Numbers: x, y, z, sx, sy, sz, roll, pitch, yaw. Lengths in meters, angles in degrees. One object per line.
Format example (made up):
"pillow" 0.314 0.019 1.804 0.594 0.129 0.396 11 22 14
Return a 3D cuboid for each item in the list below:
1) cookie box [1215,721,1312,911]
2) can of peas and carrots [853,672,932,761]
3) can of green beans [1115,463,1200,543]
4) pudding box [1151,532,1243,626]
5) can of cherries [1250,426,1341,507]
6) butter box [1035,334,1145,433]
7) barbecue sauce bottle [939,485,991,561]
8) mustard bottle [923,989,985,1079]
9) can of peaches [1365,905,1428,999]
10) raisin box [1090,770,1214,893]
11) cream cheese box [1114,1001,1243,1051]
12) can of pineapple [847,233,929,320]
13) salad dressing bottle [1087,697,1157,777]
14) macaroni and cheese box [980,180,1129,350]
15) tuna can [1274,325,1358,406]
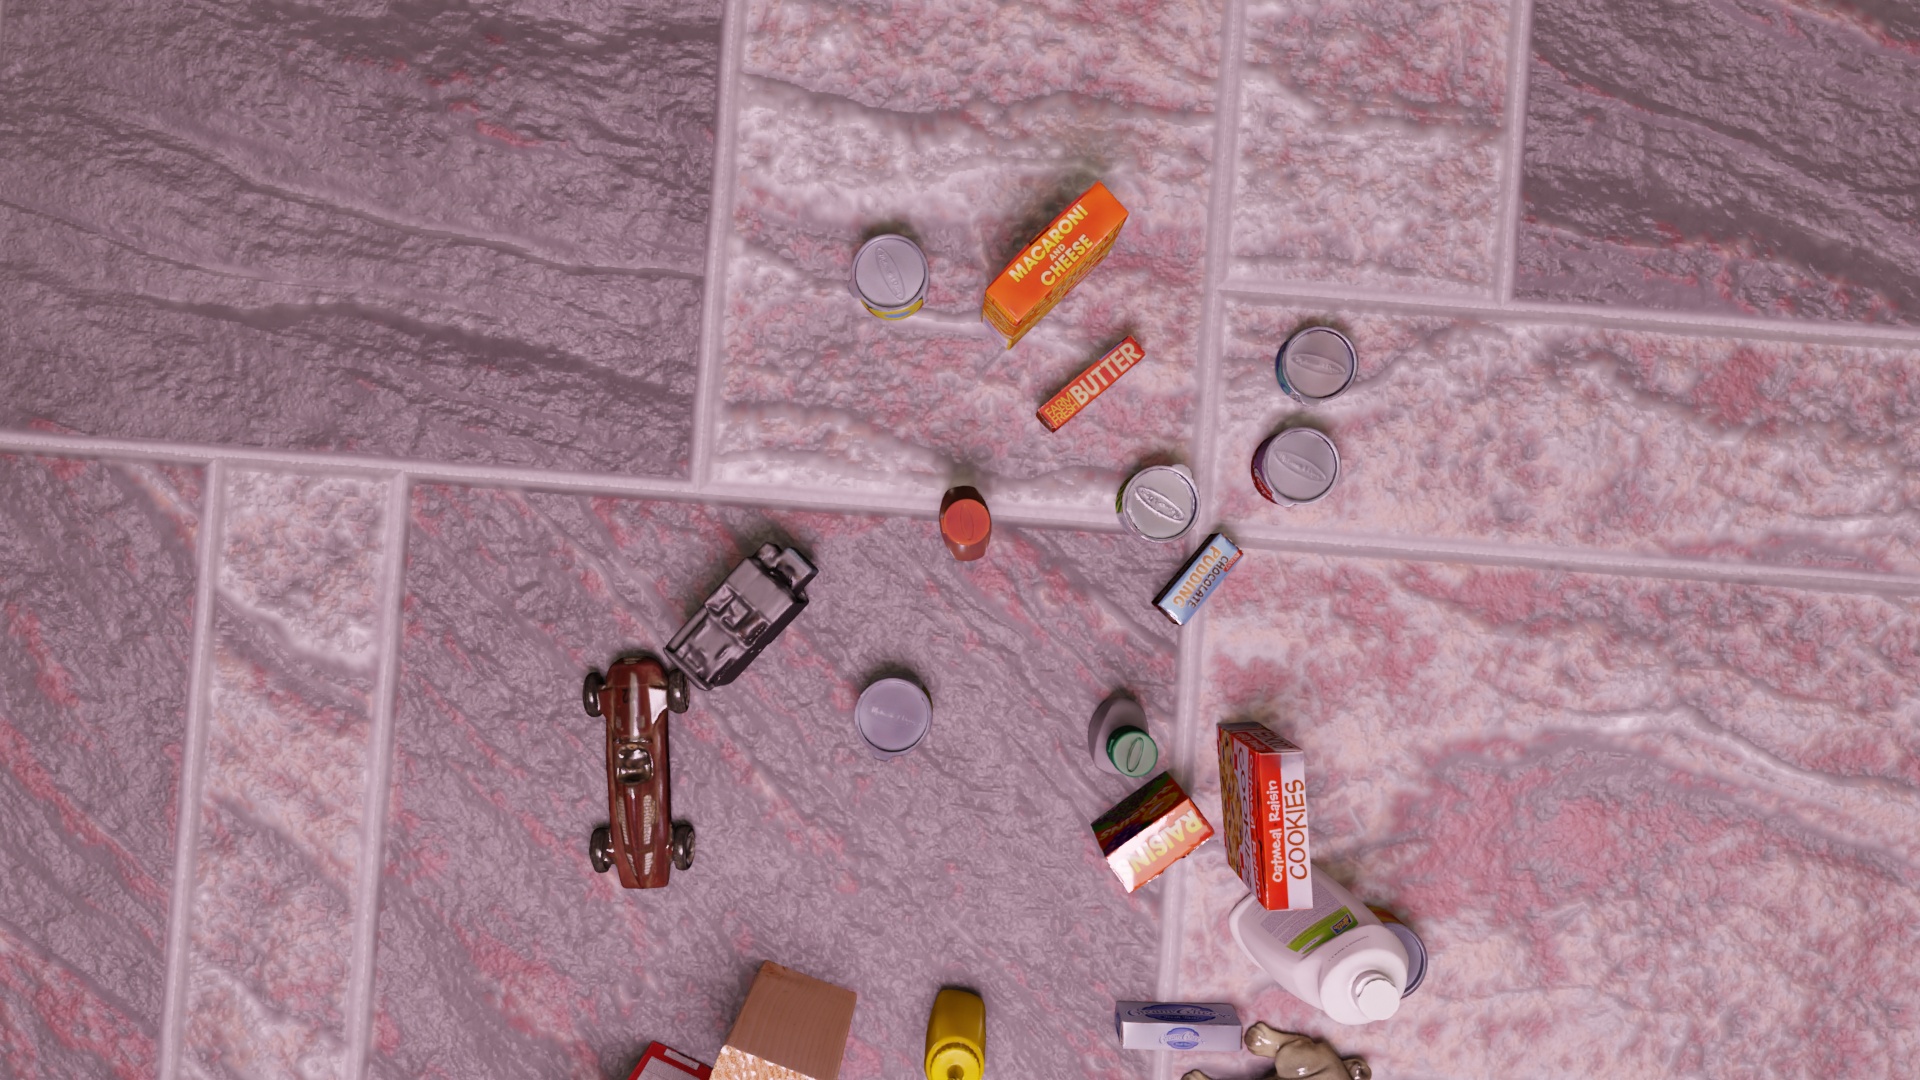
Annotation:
"cookie box" 0.246 0.221 1.137 0.040 0.167 0.123 -4 90 0
"can of peas and carrots" -0.057 0.151 1.191 0.071 0.059 0.071 0 90 0
"can of green beans" 0.169 -0.031 1.195 0.071 0.058 0.071 0 90 0
"pudding box" 0.204 0.034 1.198 0.030 0.049 0.083 41 90 0
"can of cherries" 0.285 -0.061 1.195 0.071 0.058 0.071 0 90 0
"butter box" 0.111 -0.134 1.198 0.103 0.053 0.024 -40 90 0
"barbecue sauce bottle" 0.004 -0.014 1.149 0.044 0.148 0.065 -8 90 0
"mustard bottle" -0.004 0.419 1.138 0.049 0.160 0.065 12 90 0
"can of peaches" 0.356 0.352 1.191 0.071 0.058 0.071 0 90 0
"raisin box" 0.158 0.242 1.159 0.086 0.123 0.040 -35 90 0
"cream cheese box" 0.186 0.417 1.192 0.104 0.053 0.024 1 90 0
"can of pineapple" -0.061 -0.226 1.196 0.071 0.058 0.071 0 90 0
"salad dressing bottle" 0.134 0.166 1.147 0.044 0.147 0.064 18 90 0
"macaroni and cheese box" 0.073 -0.222 1.142 0.124 0.166 0.040 -44 90 0
"tuna can" 0.309 -0.150 1.209 0.071 0.033 0.071 0 90 0
